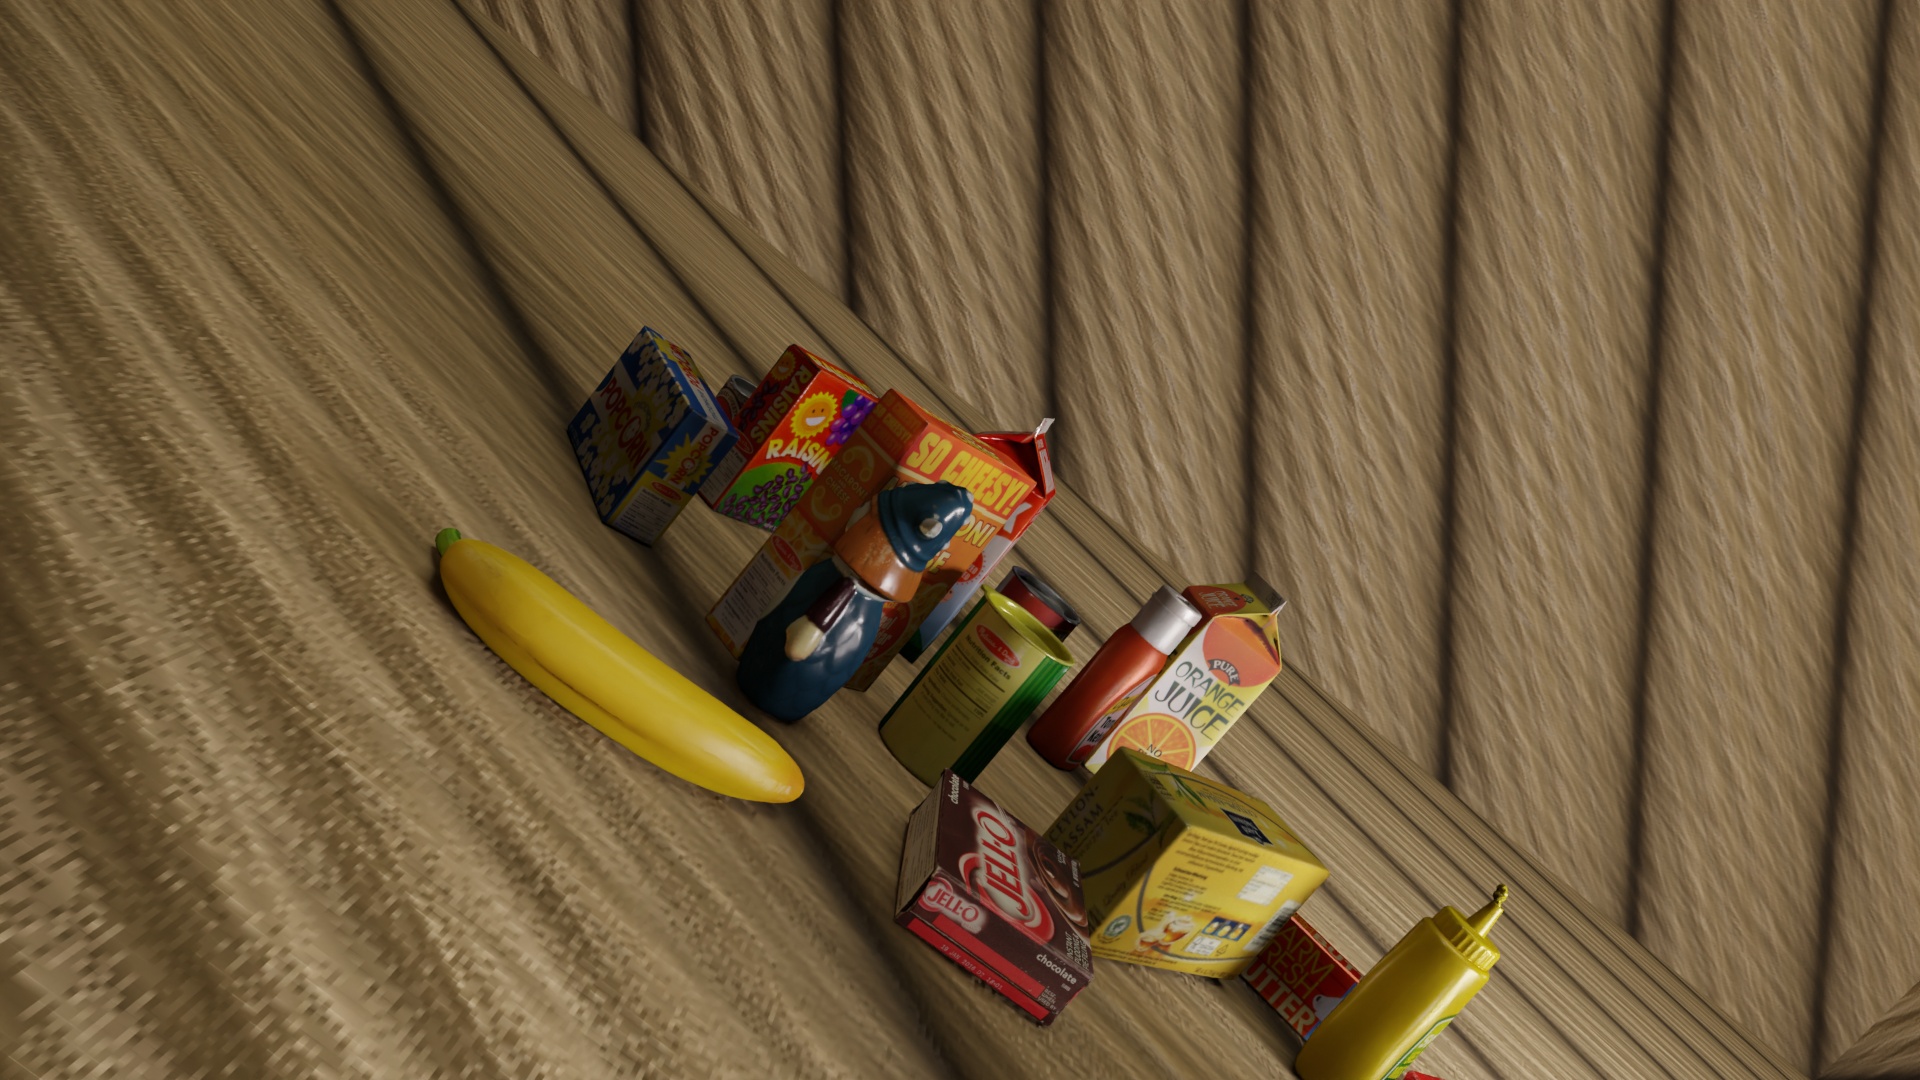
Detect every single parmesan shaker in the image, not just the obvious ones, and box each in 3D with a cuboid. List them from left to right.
[{"bbox_3d":[0.007,0.087,0.809,0.071,0.103,0.071,38,10,-8],"label":"parmesan shaker"}]

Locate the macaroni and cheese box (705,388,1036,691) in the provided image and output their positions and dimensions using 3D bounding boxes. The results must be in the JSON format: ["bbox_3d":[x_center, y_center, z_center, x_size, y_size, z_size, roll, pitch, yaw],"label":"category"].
[{"bbox_3d":[-0.048,0.004,0.792,0.040,0.166,0.123,45,11,33],"label":"macaroni and cheese box"}]

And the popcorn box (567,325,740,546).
[{"bbox_3d":[-0.187,-0.065,0.833,0.038,0.085,0.127,32,12,-37],"label":"popcorn box"}]

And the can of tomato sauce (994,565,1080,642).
[{"bbox_3d":[0.041,0.073,1.050,0.071,0.083,0.071,38,10,-8],"label":"can of tomato sauce"}]

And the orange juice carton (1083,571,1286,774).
[{"bbox_3d":[0.174,0.107,1.065,0.073,0.192,0.072,37,10,-15],"label":"orange juice carton"}]

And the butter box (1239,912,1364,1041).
[{"bbox_3d":[0.221,0.280,0.872,0.104,0.053,0.024,43,10,22],"label":"butter box"}]

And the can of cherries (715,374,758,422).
[{"bbox_3d":[-0.169,-0.086,1.068,0.071,0.058,0.071,38,10,-8],"label":"can of cherries"}]

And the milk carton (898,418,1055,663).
[{"bbox_3d":[0.004,-0.012,0.981,0.073,0.190,0.072,40,9,3],"label":"milk carton"}]

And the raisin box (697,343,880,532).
[{"bbox_3d":[-0.121,-0.069,0.979,0.040,0.123,0.086,45,11,33],"label":"raisin box"}]

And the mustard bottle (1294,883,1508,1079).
[{"bbox_3d":[0.261,0.259,0.799,0.049,0.160,0.065,45,11,30],"label":"mustard bottle"}]

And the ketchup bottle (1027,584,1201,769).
[{"bbox_3d":[0.112,0.098,1.005,0.043,0.148,0.065,42,10,18],"label":"ketchup bottle"}]
